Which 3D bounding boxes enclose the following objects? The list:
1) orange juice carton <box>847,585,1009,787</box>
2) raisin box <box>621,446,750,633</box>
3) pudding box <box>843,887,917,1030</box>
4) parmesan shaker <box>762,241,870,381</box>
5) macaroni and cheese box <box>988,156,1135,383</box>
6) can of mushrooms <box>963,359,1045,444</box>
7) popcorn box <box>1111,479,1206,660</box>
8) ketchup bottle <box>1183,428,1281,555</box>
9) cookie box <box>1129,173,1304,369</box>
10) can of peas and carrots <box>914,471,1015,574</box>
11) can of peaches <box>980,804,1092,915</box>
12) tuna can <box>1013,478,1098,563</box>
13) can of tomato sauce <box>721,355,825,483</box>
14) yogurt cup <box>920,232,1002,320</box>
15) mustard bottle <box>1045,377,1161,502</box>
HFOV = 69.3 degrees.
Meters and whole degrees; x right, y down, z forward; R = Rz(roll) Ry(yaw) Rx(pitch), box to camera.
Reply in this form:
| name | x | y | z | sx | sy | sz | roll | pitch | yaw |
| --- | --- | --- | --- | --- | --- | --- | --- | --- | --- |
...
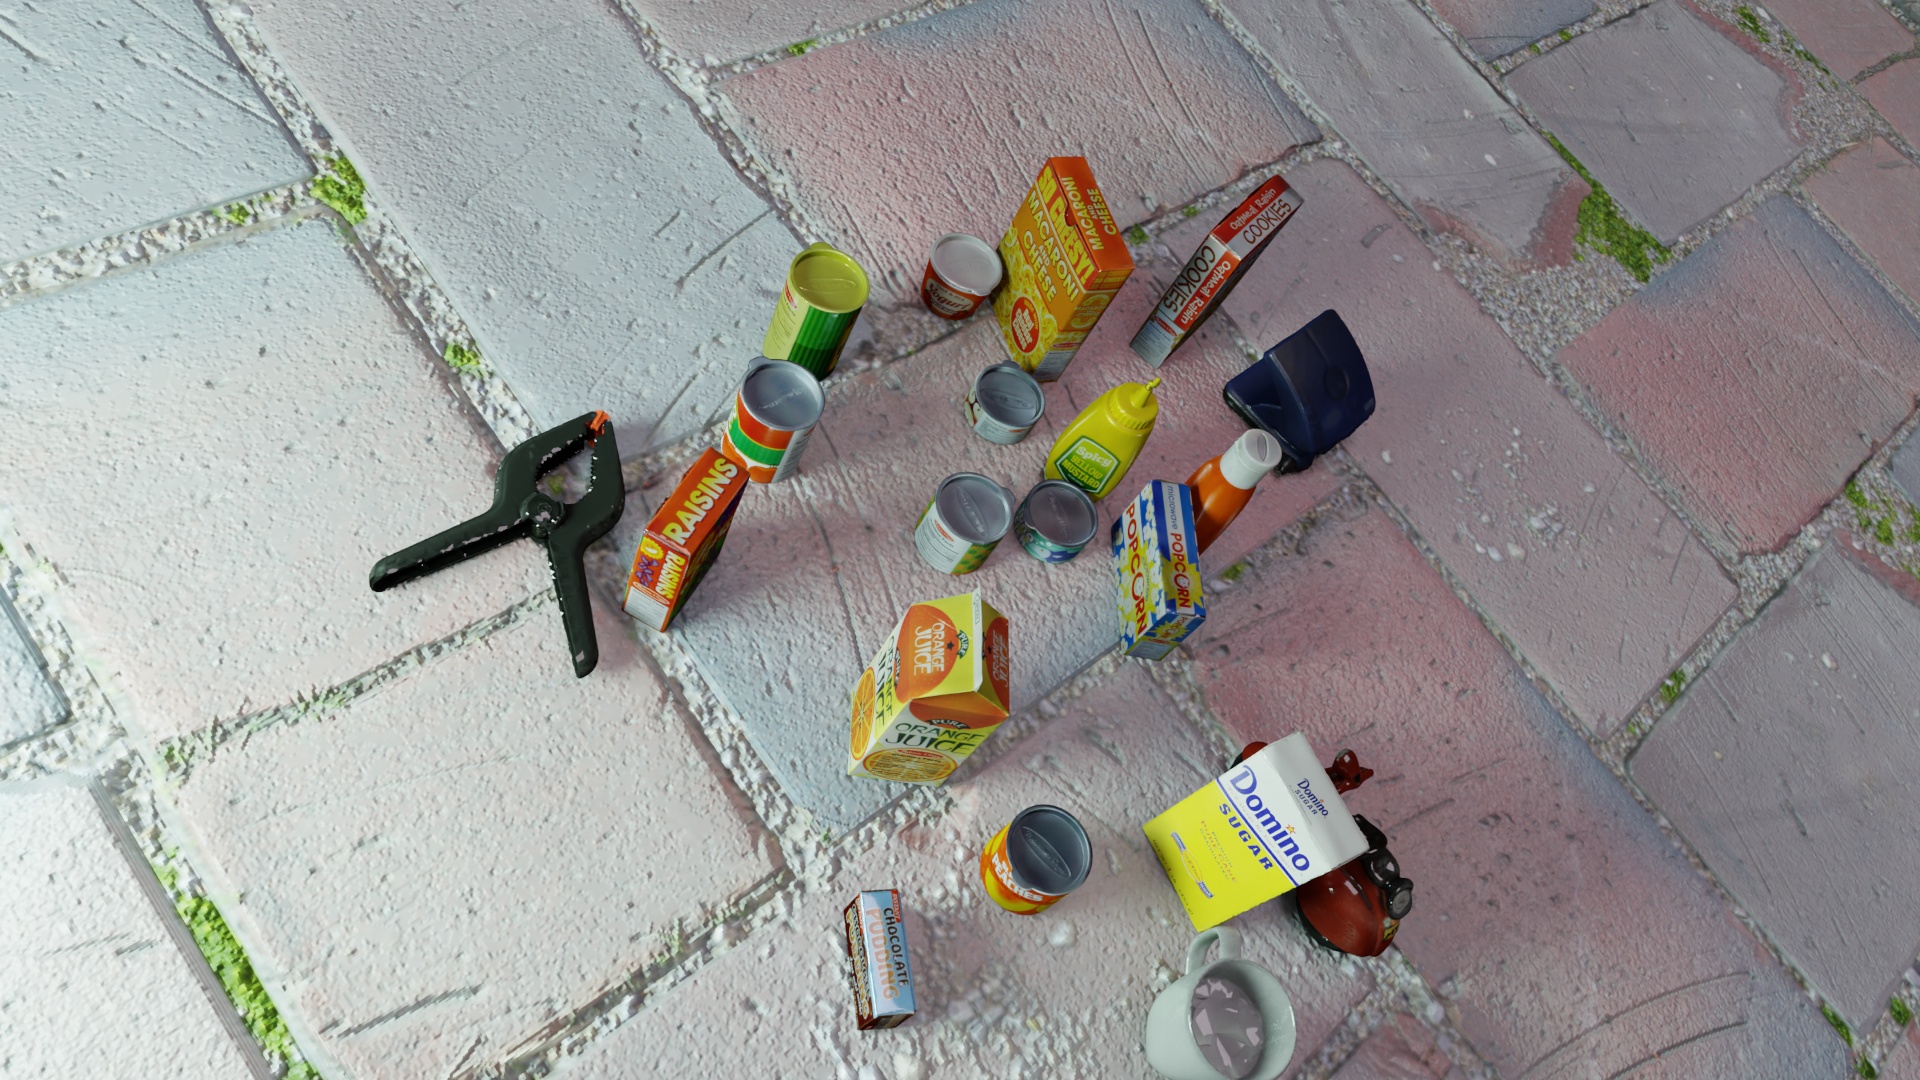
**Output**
| name | x | y | z | sx | sy | sz | roll | pitch | yaw |
| --- | --- | --- | --- | --- | --- | --- | --- | --- | --- |
| orange juice carton | -0.018 | 0.104 | 0.967 | 0.073 | 0.191 | 0.072 | 11 | 58 | -16 |
| raisin box | -0.198 | 0.001 | 0.997 | 0.040 | 0.122 | 0.086 | 32 | 55 | -2 |
| pudding box | -0.055 | 0.282 | 0.935 | 0.030 | 0.049 | 0.084 | 1 | 61 | -21 |
| parmesan shaker | -0.121 | -0.187 | 1.150 | 0.071 | 0.102 | 0.071 | 10 | 58 | -17 |
| macaroni and cheese box | 0.081 | -0.234 | 1.221 | 0.040 | 0.165 | 0.124 | -9 | 65 | -26 |
| can of mushrooms | 0.038 | -0.121 | 1.219 | 0.071 | 0.033 | 0.071 | 10 | 58 | -17 |
| popcorn box | 0.162 | 0.024 | 1.152 | 0.038 | 0.084 | 0.127 | 9 | 59 | -17 |
| ketchup bottle | 0.217 | -0.040 | 1.173 | 0.043 | 0.148 | 0.065 | 16 | 57 | -13 |
| cookie box | 0.236 | -0.249 | 1.292 | 0.040 | 0.166 | 0.123 | 42 | 55 | 5 |
| can of peas and carrots | 0.004 | -0.014 | 1.127 | 0.071 | 0.058 | 0.071 | 10 | 58 | -17 |
| can of peaches | 0.052 | 0.232 | 1.002 | 0.071 | 0.057 | 0.071 | 10 | 58 | -17 |
| tuna can | 0.078 | -0.015 | 1.173 | 0.071 | 0.032 | 0.071 | 10 | 58 | -17 |
| can of tomato sauce | -0.151 | -0.094 | 1.096 | 0.071 | 0.082 | 0.071 | 10 | 58 | -17 |
| yogurt cup | -0.002 | -0.237 | 1.257 | 0.072 | 0.053 | 0.073 | 10 | 58 | -17 |
| mustard bottle | 0.125 | -0.090 | 1.158 | 0.065 | 0.159 | 0.049 | 34 | 55 | -1 |
